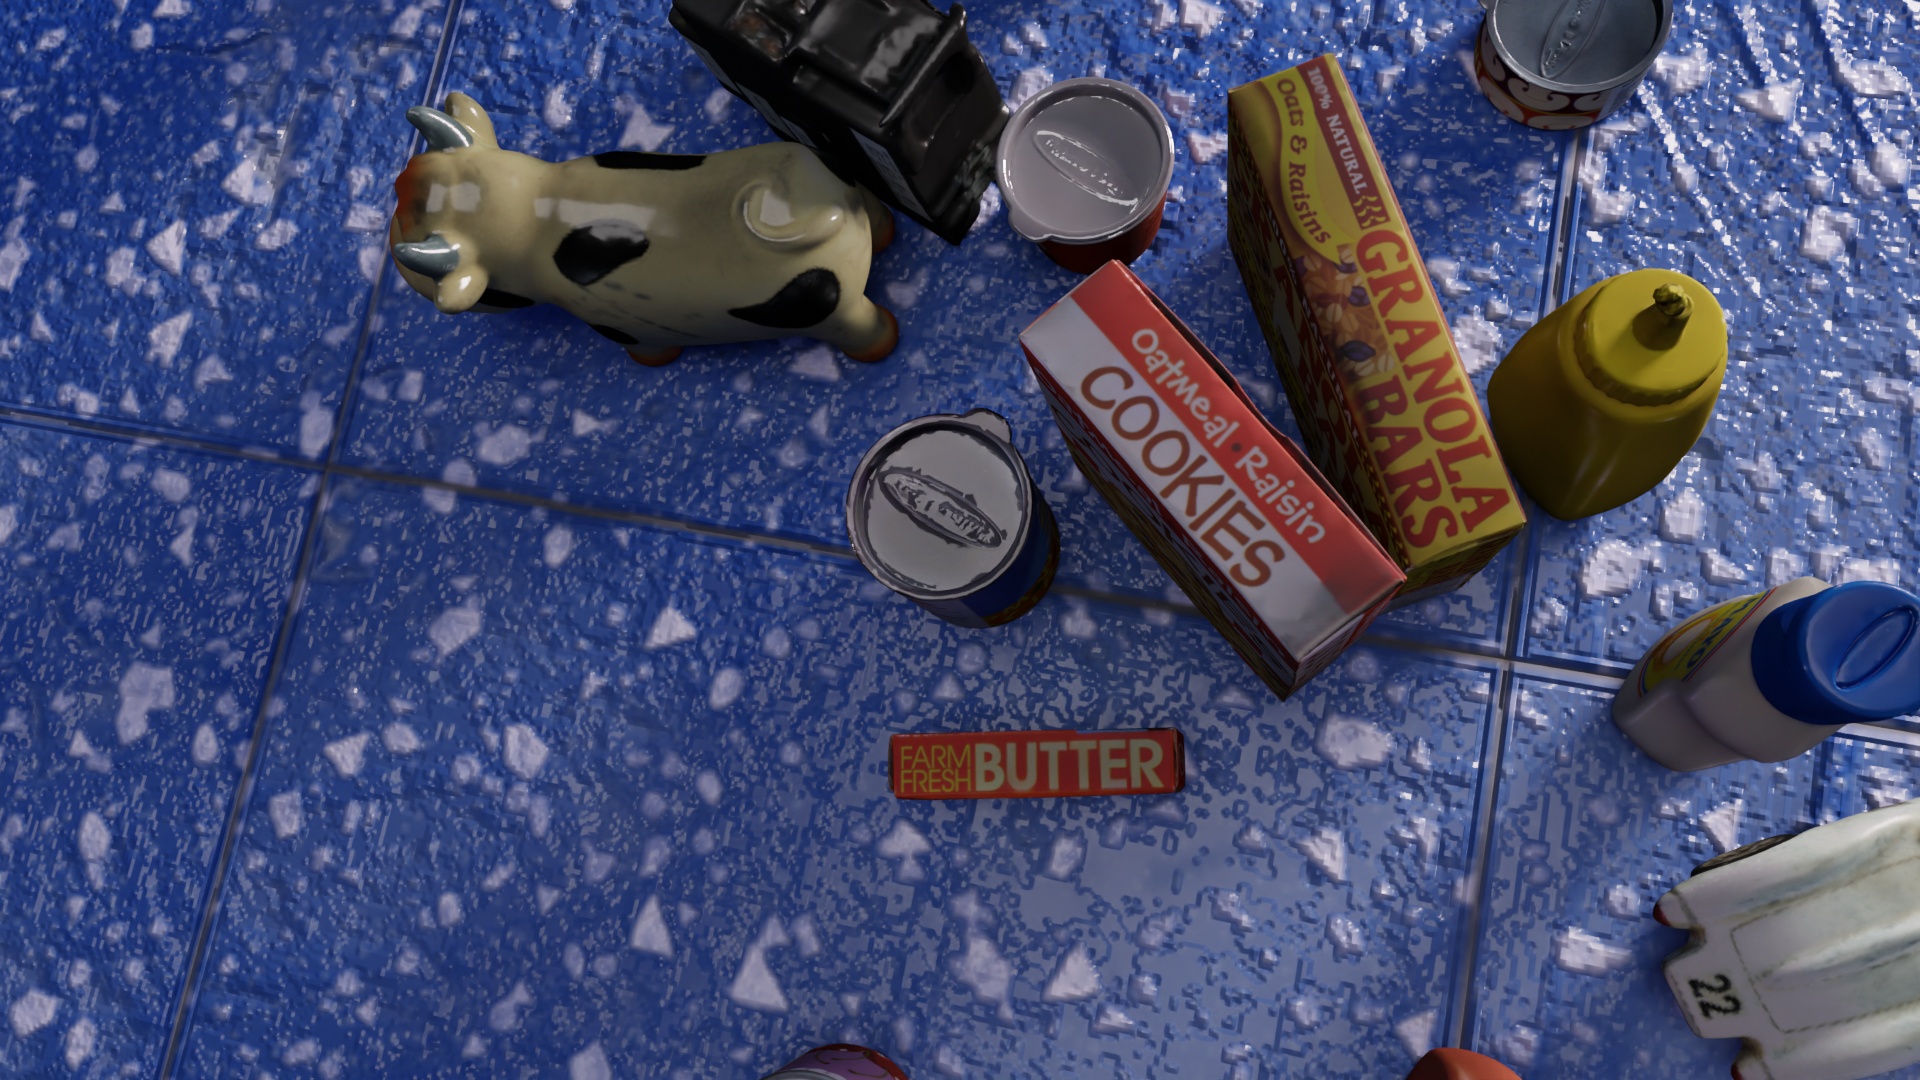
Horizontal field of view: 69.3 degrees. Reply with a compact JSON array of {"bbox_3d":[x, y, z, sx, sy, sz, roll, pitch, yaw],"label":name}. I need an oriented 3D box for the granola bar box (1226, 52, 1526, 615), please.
[{"bbox_3d":[0.137,-0.064,0.481,0.039,0.124,0.166,-19,76,7],"label":"granola bar box"}]

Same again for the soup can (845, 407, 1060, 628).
[{"bbox_3d":[0.002,-0.006,0.517,0.071,0.083,0.071,-2,79,11],"label":"soup can"}]

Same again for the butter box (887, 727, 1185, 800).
[{"bbox_3d":[0.029,0.082,0.510,0.103,0.053,0.024,-3,79,10],"label":"butter box"}]

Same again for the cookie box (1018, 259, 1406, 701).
[{"bbox_3d":[0.083,-0.011,0.459,0.040,0.167,0.123,-40,75,2],"label":"cookie box"}]

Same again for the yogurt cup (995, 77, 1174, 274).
[{"bbox_3d":[0.051,-0.140,0.549,0.072,0.054,0.072,-2,79,11],"label":"yogurt cup"}]

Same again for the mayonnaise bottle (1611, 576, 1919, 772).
[{"bbox_3d":[0.248,0.040,0.427,0.041,0.148,0.065,44,90,15],"label":"mayonnaise bottle"}]

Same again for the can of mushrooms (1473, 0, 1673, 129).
[{"bbox_3d":[0.232,-0.196,0.536,0.071,0.033,0.071,-2,79,11],"label":"can of mushrooms"}]

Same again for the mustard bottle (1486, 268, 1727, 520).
[{"bbox_3d":[0.210,-0.050,0.446,0.049,0.160,0.065,-25,76,6],"label":"mustard bottle"}]

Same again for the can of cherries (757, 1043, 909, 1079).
[{"bbox_3d":[-0.047,0.219,0.494,0.071,0.058,0.071,-2,79,11],"label":"can of cherries"}]

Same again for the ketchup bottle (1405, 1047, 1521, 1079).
[{"bbox_3d":[0.157,0.195,0.413,0.043,0.148,0.065,12,82,13],"label":"ketchup bottle"}]
